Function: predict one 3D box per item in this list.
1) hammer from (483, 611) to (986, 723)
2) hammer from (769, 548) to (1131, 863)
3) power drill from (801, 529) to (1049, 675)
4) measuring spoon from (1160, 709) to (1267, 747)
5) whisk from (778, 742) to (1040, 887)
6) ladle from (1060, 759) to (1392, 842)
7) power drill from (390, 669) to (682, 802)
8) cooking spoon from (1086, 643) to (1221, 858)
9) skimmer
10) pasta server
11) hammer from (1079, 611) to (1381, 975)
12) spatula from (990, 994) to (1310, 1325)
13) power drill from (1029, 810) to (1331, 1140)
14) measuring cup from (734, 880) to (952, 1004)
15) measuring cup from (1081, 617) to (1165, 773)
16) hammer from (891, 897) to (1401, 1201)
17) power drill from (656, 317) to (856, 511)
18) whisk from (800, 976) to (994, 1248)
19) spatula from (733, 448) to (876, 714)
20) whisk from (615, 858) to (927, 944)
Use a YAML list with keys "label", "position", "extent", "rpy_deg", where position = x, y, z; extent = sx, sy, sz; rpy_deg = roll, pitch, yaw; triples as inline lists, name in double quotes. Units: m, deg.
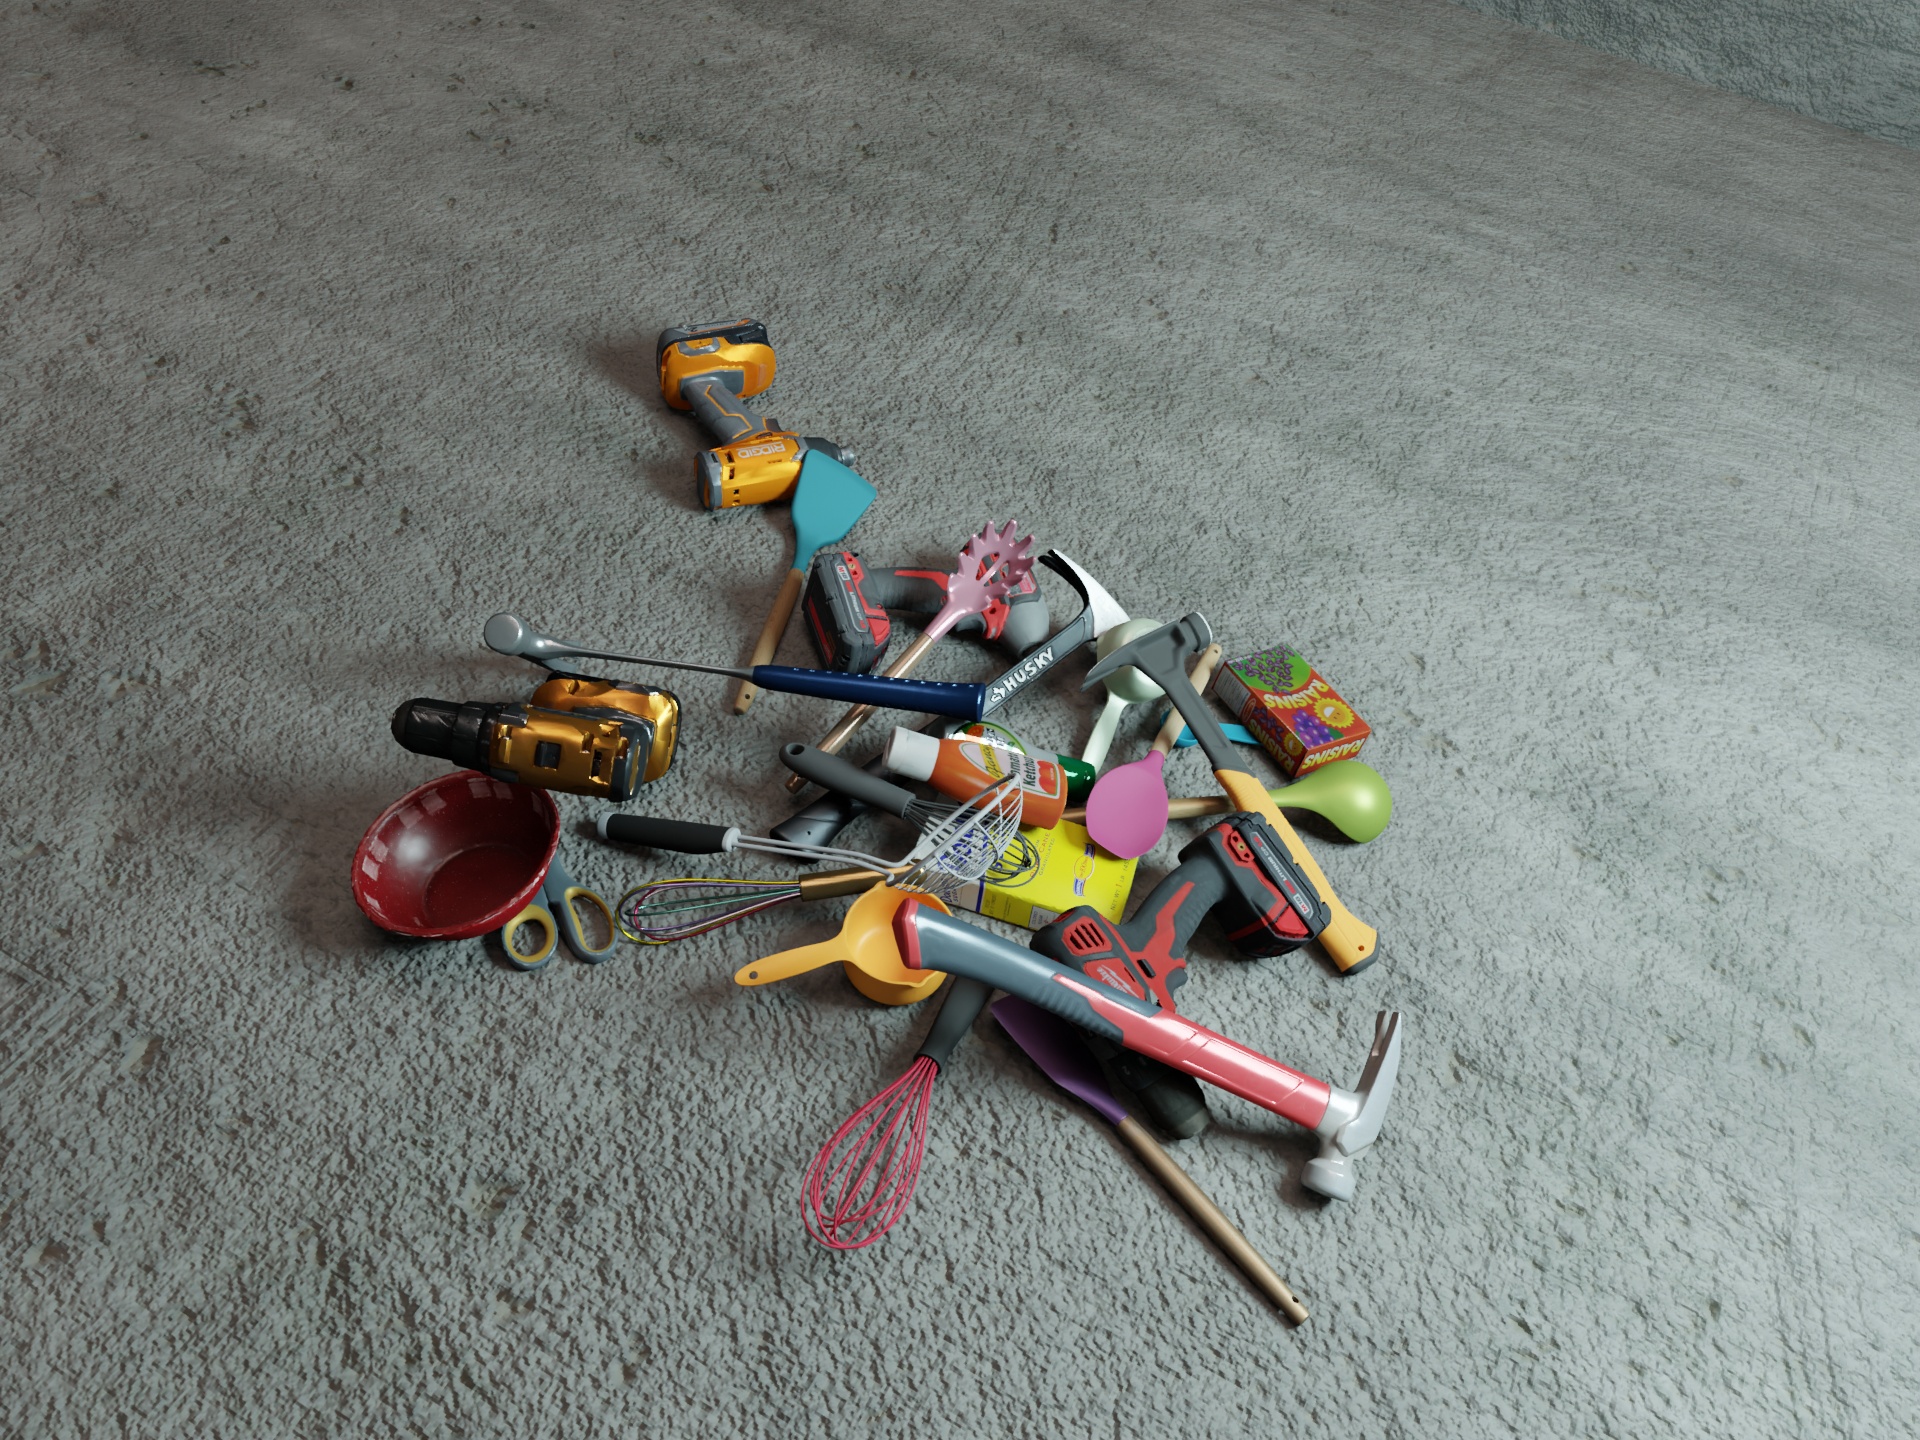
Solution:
- label: "hammer"
  position: [-0.181, -0.040, 1.334]
  extent: [0.405, 0.144, 0.035]
  rpy_deg: [7, 84, 6]
- label: "hammer"
  position: [-0.002, -0.004, 1.393]
  extent: [0.409, 0.036, 0.149]
  rpy_deg: [-36, 95, -28]
- label: "power drill"
  position: [-0.024, -0.099, 1.474]
  extent: [0.219, 0.078, 0.143]
  rpy_deg: [-10, 61, -23]
- label: "measuring spoon"
  position: [0.241, 0.017, 1.457]
  extent: [0.128, 0.021, 0.042]
  rpy_deg: [8, 42, -14]
- label: "whisk"
  position: [-0.045, 0.072, 1.280]
  extent: [0.239, 0.055, 0.055]
  rpy_deg: [24, 49, 17]
- label: "ladle"
  position: [0.219, 0.080, 1.383]
  extent: [0.320, 0.062, 0.078]
  rpy_deg: [-5, 56, -4]
- label: "power drill"
  position: [-0.322, 0.010, 1.247]
  extent: [0.185, 0.084, 0.226]
  rpy_deg: [10, 6, 0]
- label: "cooking spoon"
  position: [0.181, 0.018, 1.401]
  extent: [0.069, 0.017, 0.319]
  rpy_deg: [33, 42, 3]
- label: "skimmer"
  position: [-0.126, 0.073, 1.228]
  extent: [0.363, 0.090, 0.127]
  rpy_deg: [5, 24, 21]
- label: "pasta server"
  position: [-0.044, -0.055, 1.384]
  extent: [0.060, 0.040, 0.316]
  rpy_deg: [40, 70, 5]
- label: "hammer"
  position: [0.236, 0.068, 1.335]
  extent: [0.127, 0.034, 0.337]
  rpy_deg: [-26, 72, -18]
- label: "spatula"
  position: [0.137, 0.312, 1.164]
  extent: [0.059, 0.018, 0.316]
  rpy_deg: [-12, 48, -47]
- label: "power drill"
  position: [0.181, 0.192, 1.224]
  extent: [0.226, 0.080, 0.188]
  rpy_deg: [-30, 82, -31]
- label: "measuring cup"
  position: [-0.088, 0.186, 1.223]
  extent: [0.173, 0.052, 0.095]
  rpy_deg: [-14, 56, -15]
- label: "measuring cup"
  position: [0.148, -0.018, 1.426]
  extent: [0.083, 0.038, 0.168]
  rpy_deg: [33, 65, -17]
- label: "hammer"
  position: [0.134, 0.204, 1.138]
  extent: [0.386, 0.038, 0.143]
  rpy_deg: [26, 76, -9]
- label: "power drill"
  position: [-0.214, -0.315, 1.646]
  extent: [0.164, 0.084, 0.227]
  rpy_deg: [-13, 55, -20]
- label: "whisk"
  position: [-0.032, 0.265, 1.160]
  extent: [0.073, 0.073, 0.296]
  rpy_deg: [23, 42, 12]
- label: "spatula"
  position: [-0.159, -0.128, 1.505]
  extent: [0.082, 0.044, 0.318]
  rpy_deg: [31, 47, -17]
- label: "whisk"
  position: [-0.148, 0.139, 1.252]
  extent: [0.245, 0.051, 0.047]
  rpy_deg: [-8, 81, -8]
